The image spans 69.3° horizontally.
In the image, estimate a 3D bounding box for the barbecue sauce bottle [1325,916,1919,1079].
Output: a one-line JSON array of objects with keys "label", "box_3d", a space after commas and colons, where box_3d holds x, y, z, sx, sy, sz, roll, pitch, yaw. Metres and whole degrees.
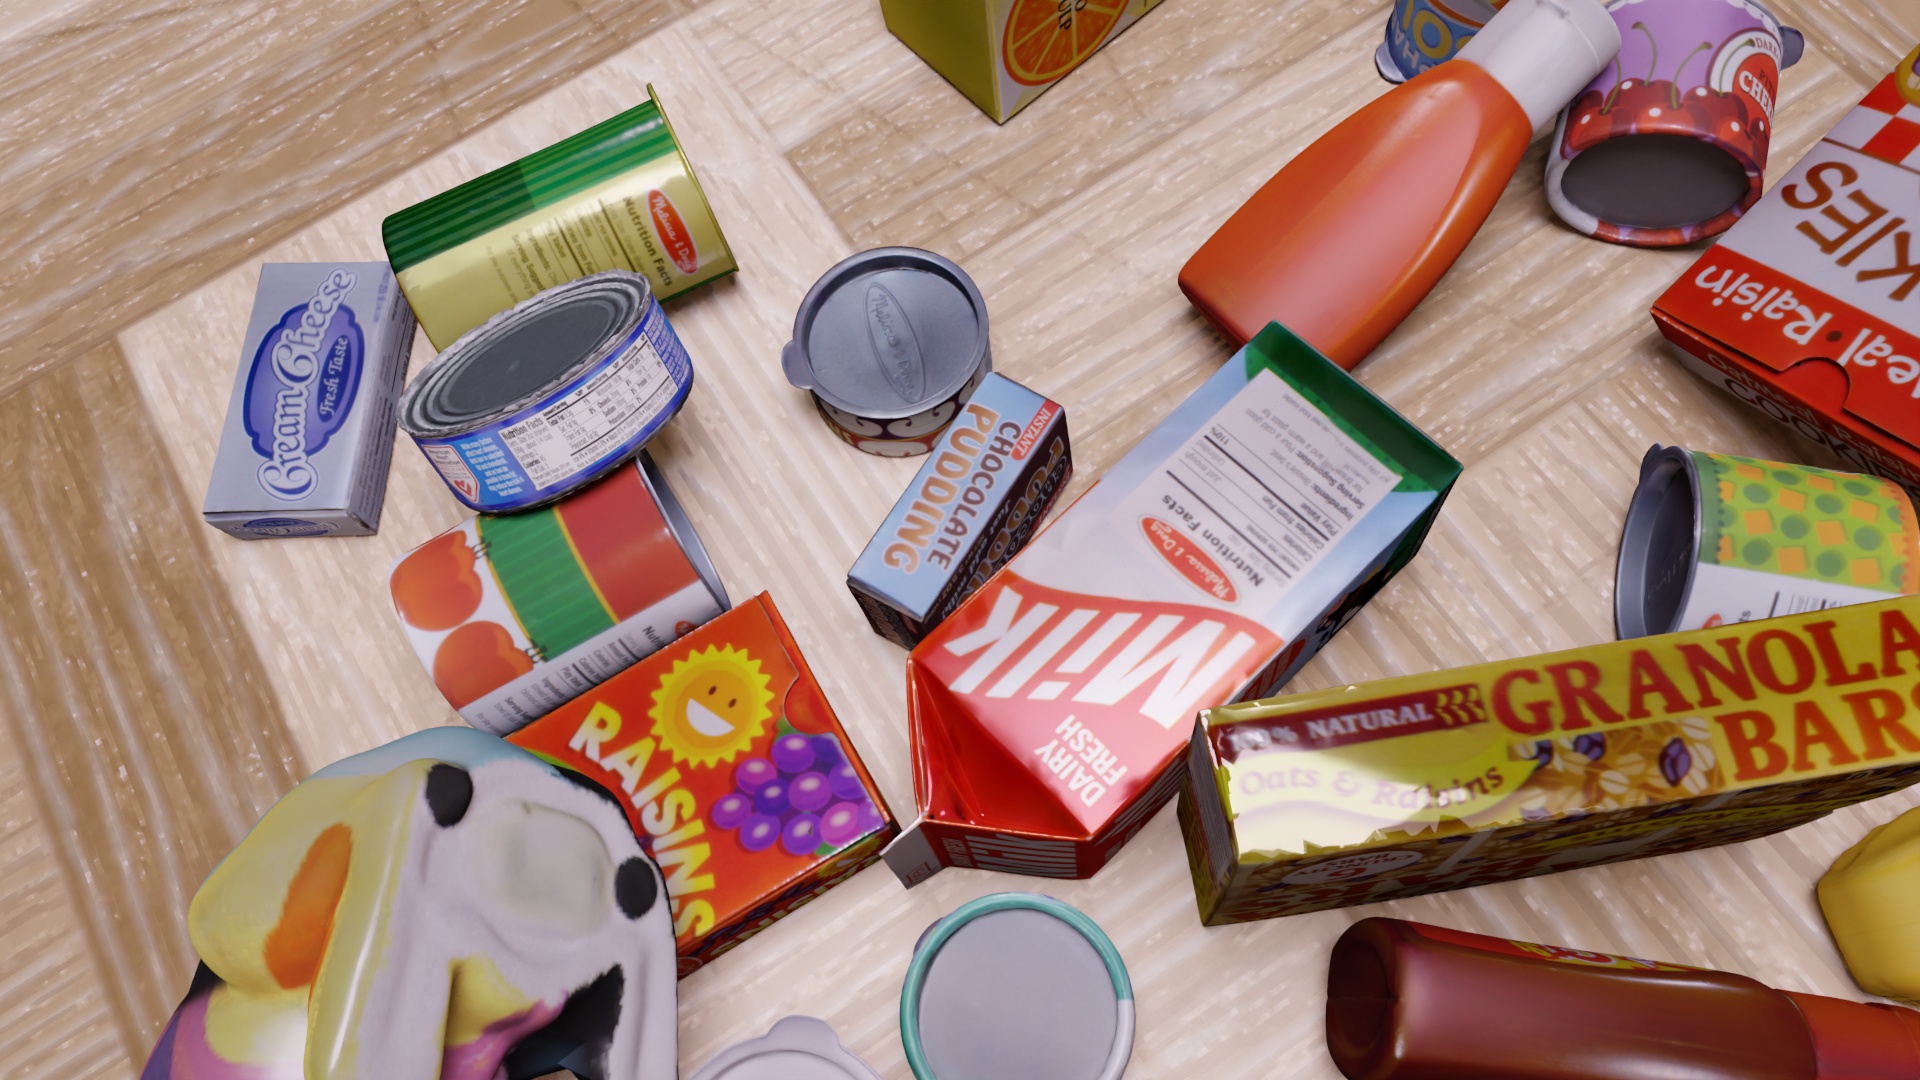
[{"label": "barbecue sauce bottle", "box_3d": [0.177, 0.131, 0.364, 0.149, 0.064, 0.044, 8, 72, 0]}]

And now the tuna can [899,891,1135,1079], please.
[{"label": "tuna can", "box_3d": [0.015, 0.132, 0.393, 0.071, 0.032, 0.071, -2, 68, 5]}]

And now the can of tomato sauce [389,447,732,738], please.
[{"label": "can of tomato sauce", "box_3d": [-0.125, 0.012, 0.438, 0.083, 0.071, 0.071, -29, 68, -5]}]

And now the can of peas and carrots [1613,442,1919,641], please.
[{"label": "can of peas and carrots", "box_3d": [0.231, 0.007, 0.405, 0.059, 0.070, 0.071, 9, 70, 9]}]

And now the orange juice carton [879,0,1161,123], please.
[{"label": "orange juice carton", "box_3d": [0.061, -0.254, 0.524, 0.193, 0.072, 0.072, -40, 69, -11]}]

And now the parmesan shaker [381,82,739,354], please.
[{"label": "parmesan shaker", "box_3d": [-0.139, -0.106, 0.486, 0.103, 0.071, 0.071, -25, 68, -4]}]

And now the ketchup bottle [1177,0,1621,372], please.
[{"label": "ketchup bottle", "box_3d": [0.144, -0.116, 0.450, 0.148, 0.043, 0.065, -44, 64, 9]}]

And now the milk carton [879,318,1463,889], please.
[{"label": "milk carton", "box_3d": [0.051, 0.032, 0.410, 0.191, 0.072, 0.073, -42, 70, -12]}]

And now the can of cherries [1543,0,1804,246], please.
[{"label": "can of cherries", "box_3d": [0.236, -0.140, 0.461, 0.071, 0.071, 0.058, 15, 71, 12]}]

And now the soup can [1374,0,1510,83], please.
[{"label": "soup can", "box_3d": [0.187, -0.201, 0.483, 0.071, 0.083, 0.071, -2, 68, 6]}]

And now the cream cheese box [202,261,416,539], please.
[{"label": "cream cheese box", "box_3d": [-0.230, -0.052, 0.498, 0.053, 0.024, 0.104, -1, 68, 6]}]

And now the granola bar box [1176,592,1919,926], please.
[{"label": "granola bar box", "box_3d": [0.143, 0.063, 0.359, 0.166, 0.123, 0.039, -10, 68, 2]}]

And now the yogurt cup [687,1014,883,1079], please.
[{"label": "yogurt cup", "box_3d": [-0.043, 0.169, 0.373, 0.072, 0.053, 0.072, -2, 68, 5]}]

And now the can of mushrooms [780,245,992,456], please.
[{"label": "can of mushrooms", "box_3d": [-0.024, -0.064, 0.477, 0.071, 0.033, 0.071, -2, 68, 5]}]

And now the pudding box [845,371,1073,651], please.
[{"label": "pudding box", "box_3d": [0.002, -0.006, 0.442, 0.030, 0.049, 0.084, 29, 73, 18]}]

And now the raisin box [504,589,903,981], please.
[{"label": "raisin box", "box_3d": [-0.091, 0.084, 0.420, 0.123, 0.040, 0.086, -30, 67, -7]}]

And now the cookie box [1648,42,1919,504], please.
[{"label": "cookie box", "box_3d": [0.308, -0.093, 0.395, 0.167, 0.040, 0.123, -46, 40, 9]}]
